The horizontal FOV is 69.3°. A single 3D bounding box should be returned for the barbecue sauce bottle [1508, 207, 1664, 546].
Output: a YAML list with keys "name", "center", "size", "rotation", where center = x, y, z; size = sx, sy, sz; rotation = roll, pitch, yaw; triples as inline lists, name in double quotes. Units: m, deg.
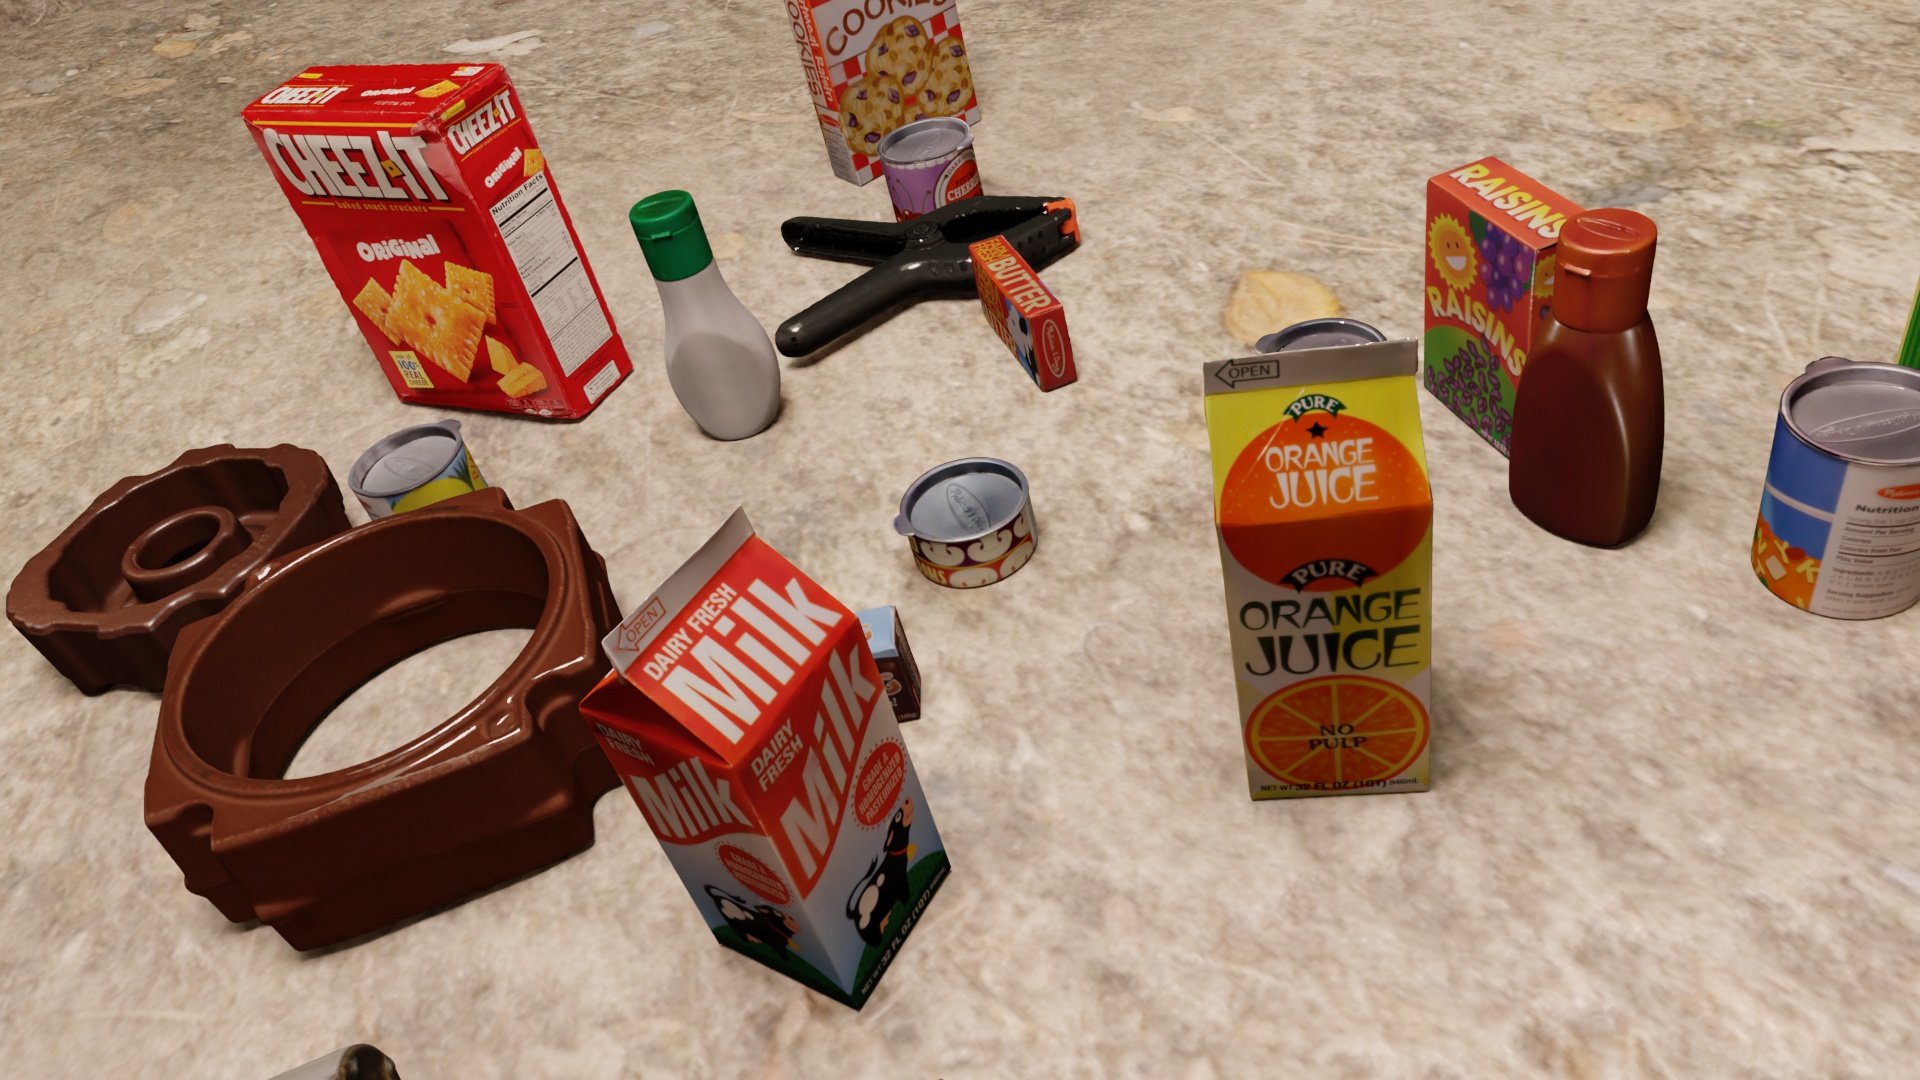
- name: "barbecue sauce bottle"
  center: [0.271, -0.069, 0.597]
  size: [0.044, 0.147, 0.065]
  rotation: [-33, 43, -20]

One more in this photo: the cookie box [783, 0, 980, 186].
- name: "cookie box"
  center: [-0.057, -0.369, 1.035]
  size: [0.123, 0.166, 0.040]
  rotation: [-35, 43, -22]

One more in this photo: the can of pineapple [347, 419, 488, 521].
- name: "can of pineapple"
  center: [-0.305, -0.026, 0.800]
  size: [0.071, 0.057, 0.071]
  rotation: [-9, 40, 8]

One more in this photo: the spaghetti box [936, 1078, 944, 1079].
- name: "spaghetti box"
  center: [-0.111, 0.236, 0.439]
  size: [0.250, 0.050, 0.029]
  rotation: [-19, 40, -5]

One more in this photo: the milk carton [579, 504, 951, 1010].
- name: "milk carton"
  center: [-0.070, 0.079, 0.500]
  size: [0.073, 0.189, 0.073]
  rotation: [14, 48, 31]

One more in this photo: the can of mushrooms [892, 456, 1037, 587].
- name: "can of mushrooms"
  center: [0.003, -0.009, 0.702]
  size: [0.071, 0.033, 0.071]
  rotation: [-9, 40, 8]

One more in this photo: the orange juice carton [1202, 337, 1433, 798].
- name: "orange juice carton"
  center: [0.134, 0.008, 0.517]
  size: [0.072, 0.191, 0.073]
  rotation: [-5, 41, 12]

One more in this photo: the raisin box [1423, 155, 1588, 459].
- name: "raisin box"
  center: [0.263, -0.110, 0.667]
  size: [0.040, 0.122, 0.086]
  rotation: [-21, 40, -6]

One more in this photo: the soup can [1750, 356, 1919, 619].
- name: "soup can"
  center: [0.362, -0.021, 0.564]
  size: [0.071, 0.083, 0.072]
  rotation: [-9, 40, 8]

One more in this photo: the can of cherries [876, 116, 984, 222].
- name: "can of cherries"
  center: [-0.018, -0.256, 0.976]
  size: [0.071, 0.058, 0.072]
  rotation: [-9, 40, 8]

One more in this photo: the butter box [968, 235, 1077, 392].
- name: "butter box"
  center: [0.036, -0.136, 0.825]
  size: [0.024, 0.053, 0.104]
  rotation: [-21, 40, -7]

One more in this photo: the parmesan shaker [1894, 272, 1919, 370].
- name: "parmesan shaker"
  center: [0.436, -0.073, 0.586]
  size: [0.071, 0.102, 0.072]
  rotation: [-9, 40, 8]

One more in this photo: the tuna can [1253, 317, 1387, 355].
- name: "tuna can"
  center: [0.190, -0.086, 0.734]
  size: [0.071, 0.032, 0.071]
  rotation: [-9, 40, 8]

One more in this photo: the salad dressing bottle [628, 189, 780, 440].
- name: "salad dressing bottle"
  center: [-0.147, -0.128, 0.799]
  size: [0.064, 0.147, 0.044]
  rotation: [-10, 40, 6]

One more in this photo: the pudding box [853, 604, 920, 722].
- name: "pudding box"
  center: [-0.063, 0.062, 0.627]
  size: [0.084, 0.049, 0.030]
  rotation: [-12, 40, 4]
